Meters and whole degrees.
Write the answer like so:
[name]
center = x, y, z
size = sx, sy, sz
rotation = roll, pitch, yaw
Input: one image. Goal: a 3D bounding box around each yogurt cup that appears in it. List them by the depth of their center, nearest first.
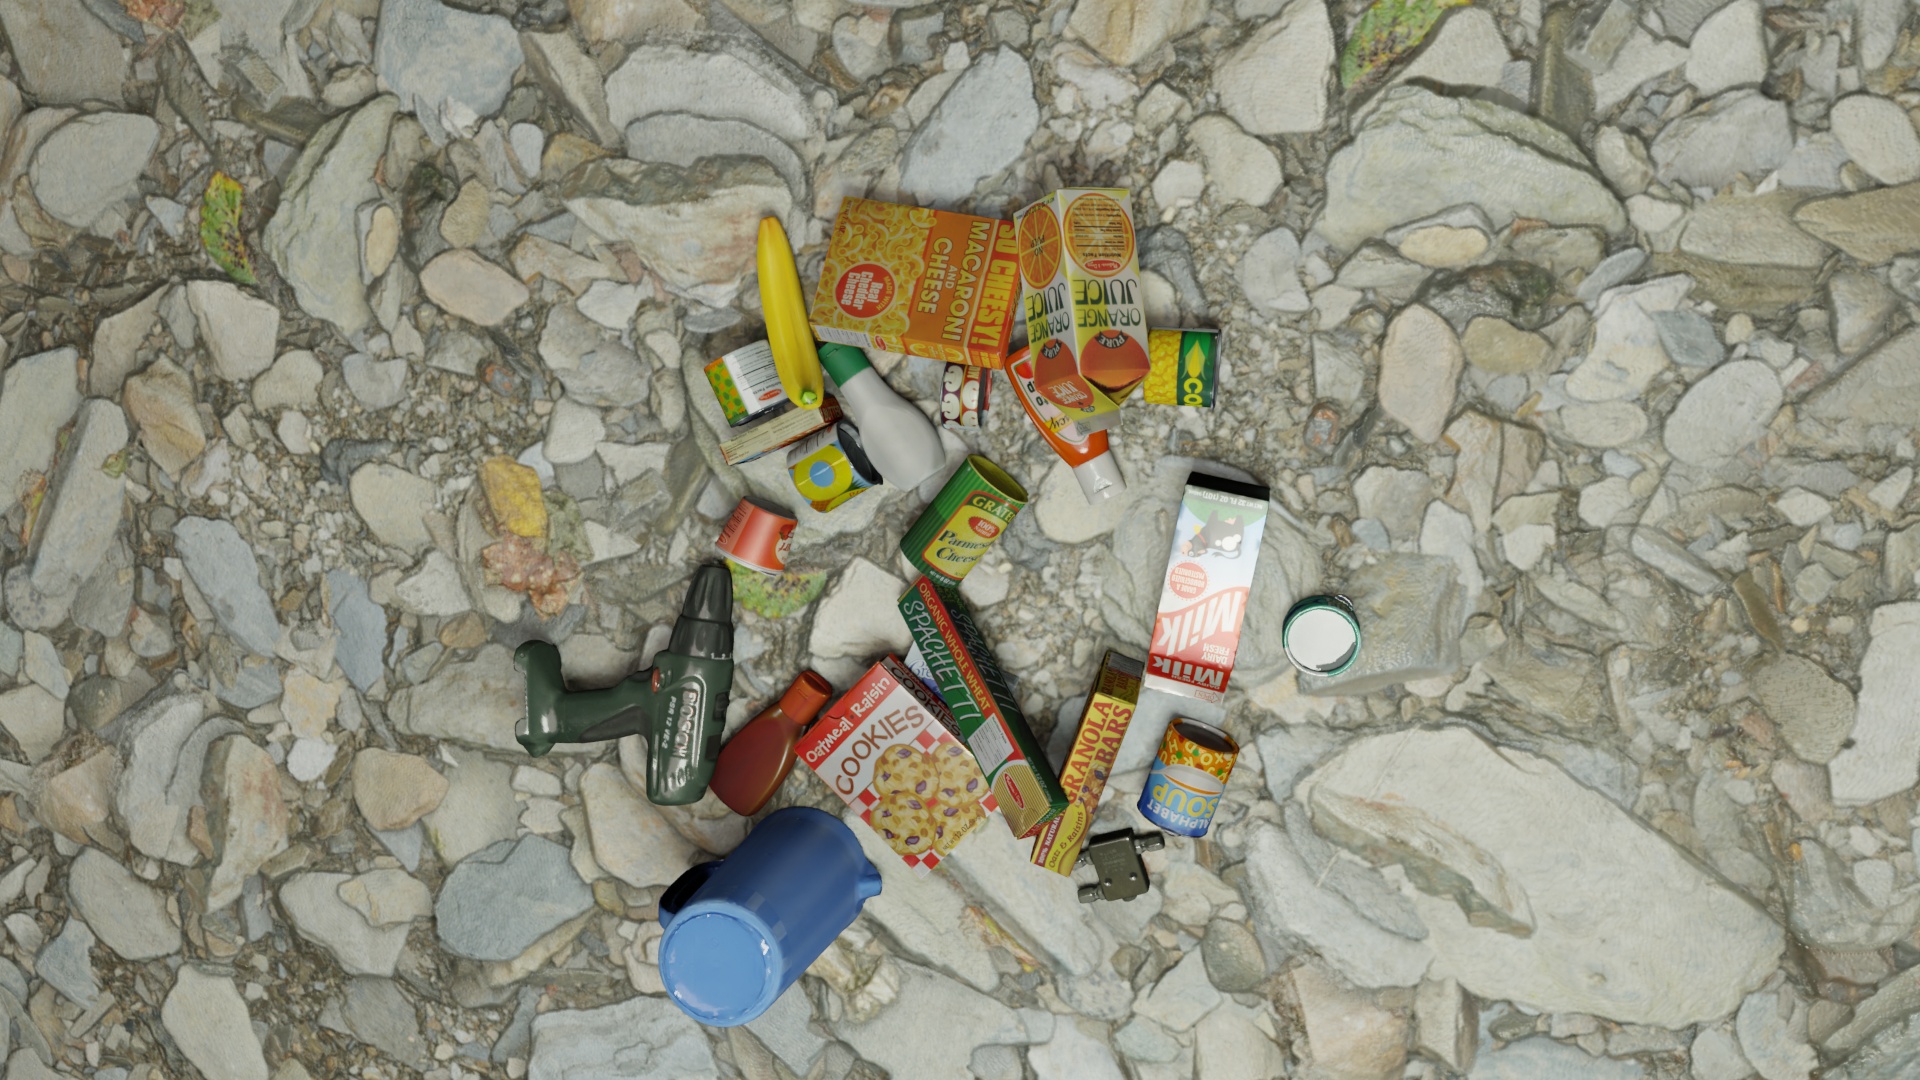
[yogurt cup]
center = -0.183, -0.006, 1.268
size = 0.072, 0.072, 0.054
rotation = 25, 97, 7

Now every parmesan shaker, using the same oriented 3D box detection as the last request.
[parmesan shaker]
center = 0.004, -0.015, 1.223
size = 0.071, 0.071, 0.102
rotation = 40, 107, 3

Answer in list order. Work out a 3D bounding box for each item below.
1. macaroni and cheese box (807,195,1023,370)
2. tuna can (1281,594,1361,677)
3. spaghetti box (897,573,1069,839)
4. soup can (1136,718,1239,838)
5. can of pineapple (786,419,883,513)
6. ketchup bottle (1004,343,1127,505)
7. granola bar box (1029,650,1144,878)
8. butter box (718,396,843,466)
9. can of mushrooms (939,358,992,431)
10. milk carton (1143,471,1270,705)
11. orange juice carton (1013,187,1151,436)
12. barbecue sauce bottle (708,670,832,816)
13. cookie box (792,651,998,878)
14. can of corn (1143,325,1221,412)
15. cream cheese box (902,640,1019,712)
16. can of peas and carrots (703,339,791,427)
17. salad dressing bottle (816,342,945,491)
[macaroni and cheese box]
center = -0.032, -0.219, 1.180
size = 0.166, 0.040, 0.124
rotation = 11, 75, 10
[tuna can]
center = 0.310, 0.080, 1.185
size = 0.071, 0.033, 0.071
rotation = 3, 102, 13
[spaghetti box]
center = 0.016, 0.136, 1.199
size = 0.050, 0.029, 0.251
rotation = -48, 55, 31
[soup can]
center = 0.199, 0.208, 1.215
size = 0.071, 0.071, 0.083
rotation = 21, 104, 8
[can of pineapple]
center = -0.112, -0.064, 1.239
size = 0.058, 0.071, 0.071
rotation = -29, 93, 17
[ketchup bottle]
center = 0.095, -0.104, 1.195
size = 0.064, 0.043, 0.148
rotation = -26, 94, 10
[granola bar box]
center = 0.111, 0.190, 1.205
size = 0.039, 0.124, 0.165
rotation = 20, 104, 6
[butter box]
center = -0.160, -0.098, 1.250
size = 0.103, 0.053, 0.024
rotation = -23, 92, 15
[can of mushrooms]
center = 0.005, -0.130, 1.198
size = 0.033, 0.071, 0.071
rotation = 7, 102, 11
[milk carton]
center = 0.208, 0.044, 1.181
size = 0.072, 0.073, 0.190
rotation = 13, 103, 10
[orange juice carton]
center = 0.102, -0.184, 1.133
size = 0.073, 0.071, 0.192
rotation = -6, 89, -28
[barbecue sauce bottle]
center = -0.177, 0.189, 1.313
size = 0.065, 0.044, 0.148
rotation = 42, 106, 13
[cookie box]
center = -0.049, 0.202, 1.255
size = 0.167, 0.040, 0.122
rotation = 45, 106, 3
[can of corn]
center = 0.184, -0.142, 1.154
size = 0.058, 0.071, 0.071
rotation = 5, 102, 13
[cream cheese box]
center = -0.003, 0.129, 1.272
size = 0.104, 0.024, 0.053
rotation = 26, 104, 7
[can of peas and carrots]
center = -0.189, -0.140, 1.244
size = 0.071, 0.071, 0.058
rotation = -24, 94, 16
[salad dressing bottle]
center = -0.072, -0.115, 1.232
size = 0.064, 0.044, 0.147
rotation = -35, 90, 17
